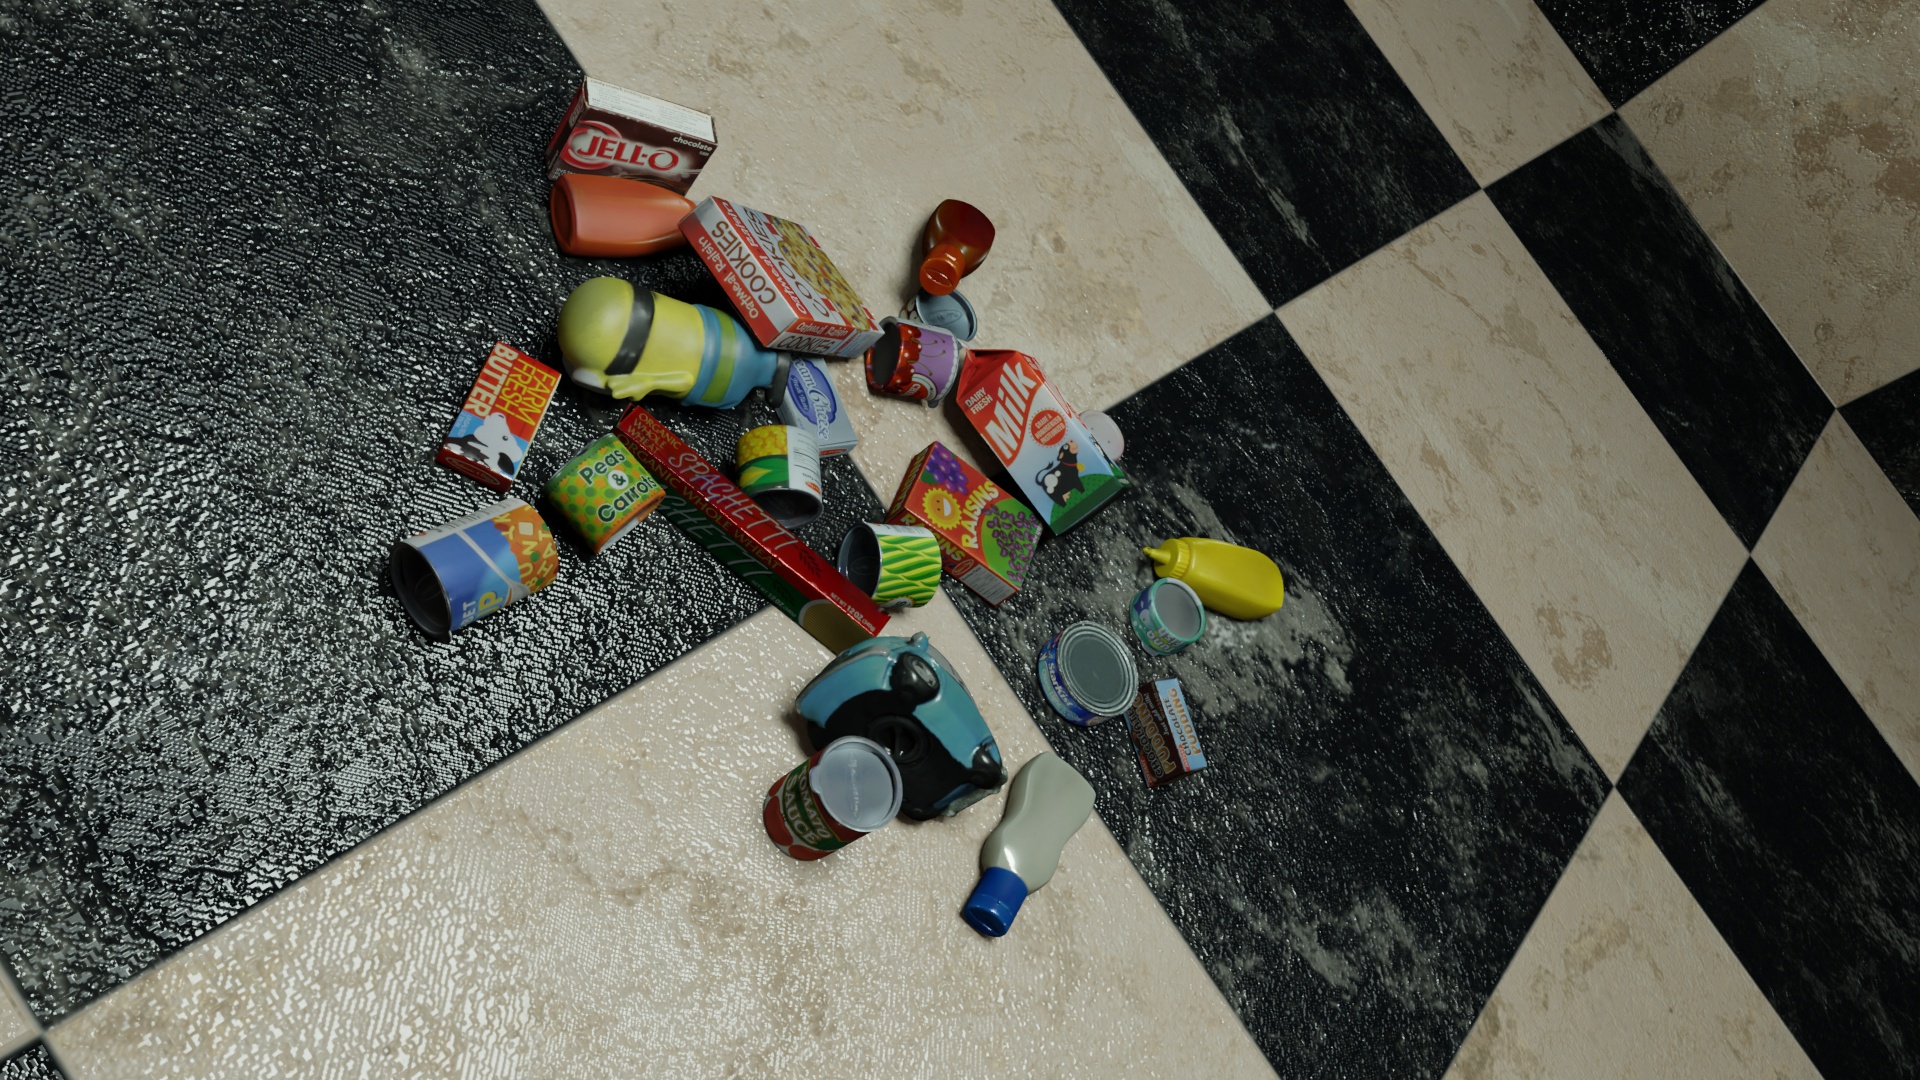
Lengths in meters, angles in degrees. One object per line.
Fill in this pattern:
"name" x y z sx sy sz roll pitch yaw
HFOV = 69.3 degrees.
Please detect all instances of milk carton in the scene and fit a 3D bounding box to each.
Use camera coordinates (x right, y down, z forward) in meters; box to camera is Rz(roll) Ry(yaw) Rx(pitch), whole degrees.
"milk carton" 0.063 -0.101 1.226 0.190 0.073 0.072 54 13 8

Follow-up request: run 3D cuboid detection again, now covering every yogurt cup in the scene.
"yogurt cup" 0.115 -0.086 1.290 0.072 0.053 0.073 17 56 -27

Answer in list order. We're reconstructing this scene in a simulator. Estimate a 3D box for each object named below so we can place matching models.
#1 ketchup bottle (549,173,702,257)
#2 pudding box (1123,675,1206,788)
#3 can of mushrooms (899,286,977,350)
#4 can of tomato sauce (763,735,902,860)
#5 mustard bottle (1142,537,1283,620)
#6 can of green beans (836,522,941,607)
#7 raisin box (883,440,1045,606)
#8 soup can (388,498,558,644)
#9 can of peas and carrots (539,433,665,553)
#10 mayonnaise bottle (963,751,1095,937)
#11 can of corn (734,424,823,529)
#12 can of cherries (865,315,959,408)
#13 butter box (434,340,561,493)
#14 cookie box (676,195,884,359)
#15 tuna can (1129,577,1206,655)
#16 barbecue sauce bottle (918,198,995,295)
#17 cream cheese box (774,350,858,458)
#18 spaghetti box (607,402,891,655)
"ketchup bottle" -0.253 -0.260 1.126 0.149 0.043 0.065 -6 75 -39
"pudding box" 0.172 0.164 1.190 0.030 0.049 0.084 -1 66 -39
"can of mushrooms" -0.021 -0.202 1.271 0.071 0.033 0.071 17 56 -28
"can of tomato sauce" -0.091 0.180 0.962 0.071 0.082 0.071 18 55 -28
"mustard bottle" 0.233 0.029 1.314 0.160 0.048 0.065 18 55 -27
"can of green beans" -0.056 0.020 1.093 0.058 0.071 0.071 4 63 -35
"raisin box" 0.004 -0.015 1.177 0.123 0.040 0.086 36 49 -16
"soup can" -0.314 0.019 0.904 0.084 0.071 0.071 -30 84 -43
"can of peas and carrots" -0.250 -0.034 0.978 0.058 0.070 0.071 49 47 -4
"mayonnaise bottle" 0.050 0.234 1.065 0.065 0.041 0.149 42 48 -7
"can of corn" -0.143 -0.048 1.071 0.071 0.071 0.058 12 58 -31
"can of cherries" -0.043 -0.155 1.206 0.058 0.071 0.072 9 60 -32
"butter box" -0.326 -0.088 0.985 0.053 0.024 0.104 28 51 -22
"cookie box" -0.142 -0.209 1.126 0.123 0.040 0.168 54 18 9
"tuna can" 0.189 0.071 1.268 0.071 0.032 0.071 18 55 -28
"barbecue sauce bottle" -0.008 -0.269 1.283 0.065 0.043 0.149 31 31 -8
"cream cheese box" -0.129 -0.118 1.148 0.053 0.024 0.104 -12 72 -41
"spaghetti box" -0.163 -0.004 1.039 0.250 0.050 0.029 40 47 -10
